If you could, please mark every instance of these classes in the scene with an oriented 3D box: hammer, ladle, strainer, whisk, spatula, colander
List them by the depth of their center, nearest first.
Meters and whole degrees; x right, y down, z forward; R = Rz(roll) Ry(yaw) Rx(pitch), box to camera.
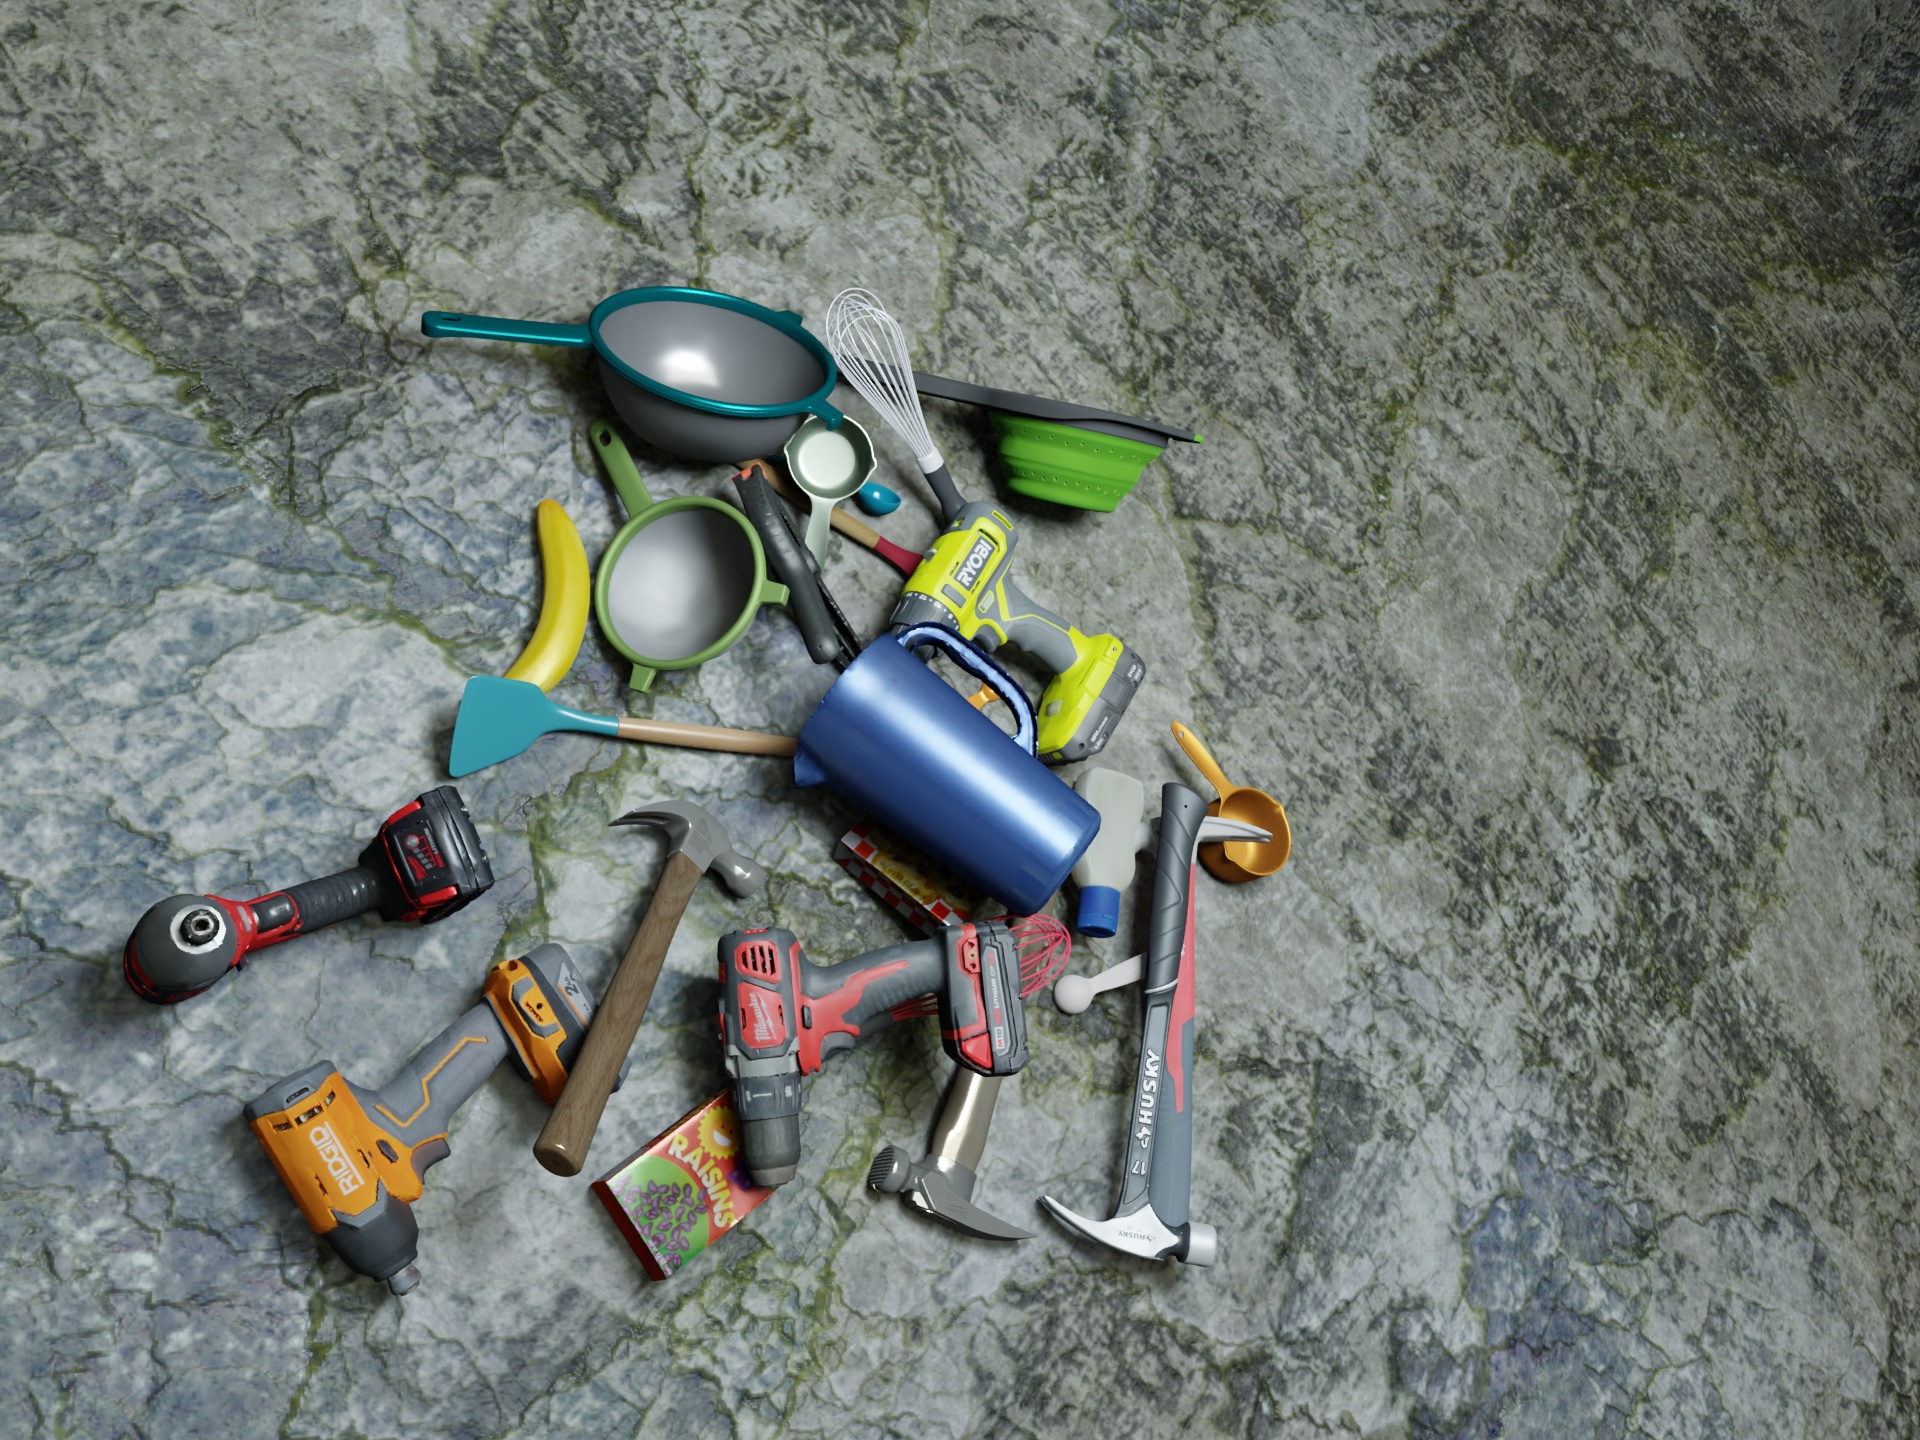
[{"bbox_3d":[-0.233,0.180,1.143,0.130,0.031,0.332,46,33,-23],"label":"hammer"},{"bbox_3d":[-0.249,0.014,1.275,0.317,0.044,0.082,7,107,-31],"label":"spatula"},{"bbox_3d":[-0.041,0.227,1.277,0.296,0.073,0.073,-22,83,-18],"label":"whisk"},{"bbox_3d":[-0.245,-0.146,1.333,0.151,0.069,0.257,-33,66,6],"label":"strainer"},{"bbox_3d":[-0.278,-0.284,1.342,0.340,0.095,0.211,1,40,-22],"label":"strainer"},{"bbox_3d":[0.050,0.234,1.368,0.146,0.038,0.411,31,58,-18],"label":"hammer"},{"bbox_3d":[0.166,0.250,1.376,0.149,0.036,0.409,11,70,-4],"label":"hammer"},{"bbox_3d":[0.205,0.273,1.413,0.143,0.038,0.387,2,70,4],"label":"hammer"},{"bbox_3d":[-0.042,-0.265,1.448,0.070,0.070,0.284,-55,129,-34],"label":"whisk"},{"bbox_3d":[-0.099,-0.177,1.453,0.315,0.031,0.069,31,59,-15],"label":"ladle"},{"bbox_3d":[0.026,-0.270,1.520,0.397,0.205,0.094,11,100,-10],"label":"colander"}]

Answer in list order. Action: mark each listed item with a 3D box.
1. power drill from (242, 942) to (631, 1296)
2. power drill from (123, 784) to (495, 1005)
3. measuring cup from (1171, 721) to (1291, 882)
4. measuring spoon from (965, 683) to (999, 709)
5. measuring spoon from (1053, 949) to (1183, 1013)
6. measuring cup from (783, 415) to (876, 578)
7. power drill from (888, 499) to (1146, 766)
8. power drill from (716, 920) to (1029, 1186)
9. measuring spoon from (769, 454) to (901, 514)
[{"bbox_3d":[-0.347,0.272,1.096,0.226,0.084,0.164,-30,90,-32],"label":"power drill"},{"bbox_3d":[-0.437,0.121,1.064,0.219,0.143,0.078,-21,85,-37],"label":"power drill"},{"bbox_3d":[0.244,0.079,1.535,0.095,0.052,0.173,-36,89,-35],"label":"measuring cup"},{"bbox_3d":[-0.002,-0.005,1.447,0.117,0.011,0.021,-36,91,-35],"label":"measuring spoon"},{"bbox_3d":[0.141,0.223,1.403,0.124,0.018,0.034,-21,70,-7],"label":"measuring spoon"},{"bbox_3d":[-0.124,-0.189,1.418,0.083,0.038,0.167,9,97,-8],"label":"measuring cup"},{"bbox_3d":[0.041,-0.061,1.438,0.228,0.080,0.191,40,65,-18],"label":"power drill"},{"bbox_3d":[-0.068,0.243,1.196,0.226,0.080,0.188,-4,82,-13],"label":"power drill"},{"bbox_3d":[-0.117,-0.215,1.462,0.128,0.021,0.042,17,26,-15],"label":"measuring spoon"}]
